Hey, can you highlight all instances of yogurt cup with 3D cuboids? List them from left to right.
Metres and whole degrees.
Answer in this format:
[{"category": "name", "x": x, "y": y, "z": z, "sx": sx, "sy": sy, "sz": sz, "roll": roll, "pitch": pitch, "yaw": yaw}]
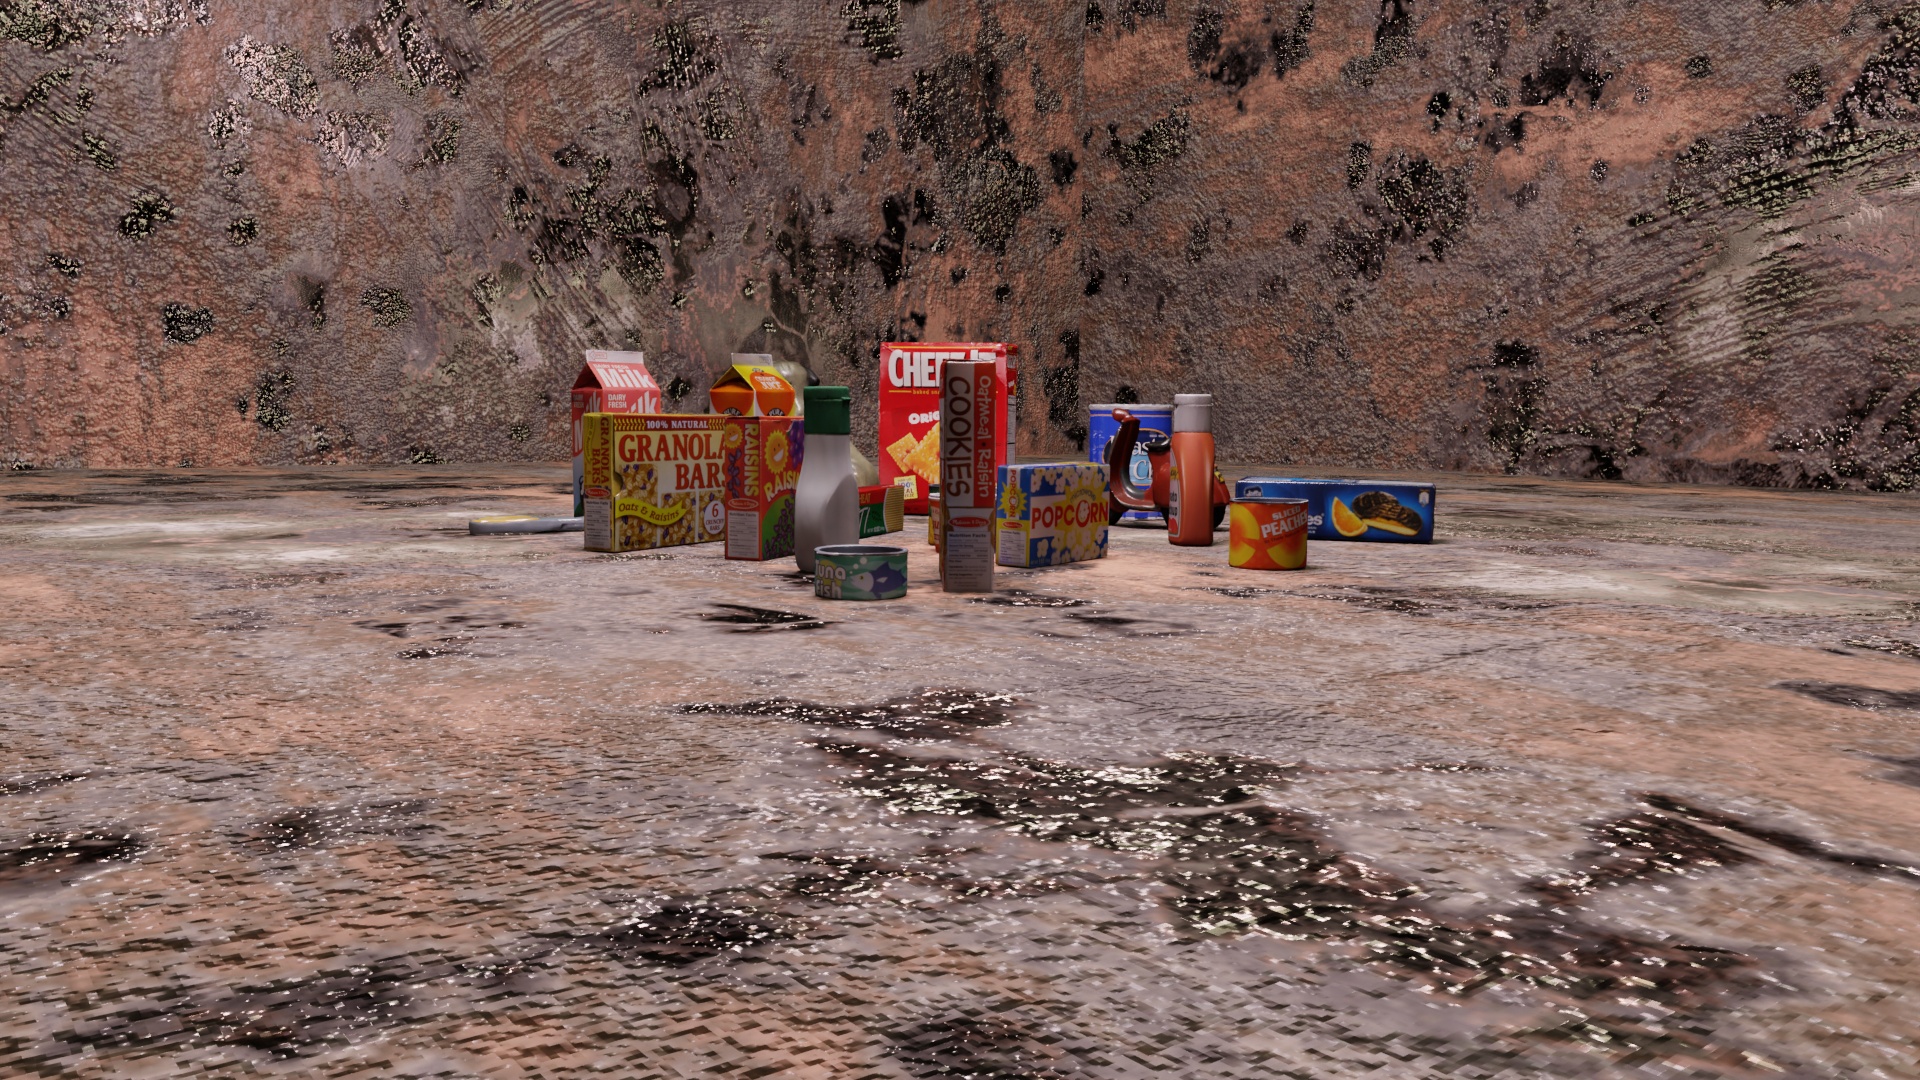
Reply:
[{"category": "yogurt cup", "x": 0.005, "y": -0.016, "z": 1.273, "sx": 0.072, "sy": 0.054, "sz": 0.072, "roll": 1, "pitch": 5, "yaw": 0}]

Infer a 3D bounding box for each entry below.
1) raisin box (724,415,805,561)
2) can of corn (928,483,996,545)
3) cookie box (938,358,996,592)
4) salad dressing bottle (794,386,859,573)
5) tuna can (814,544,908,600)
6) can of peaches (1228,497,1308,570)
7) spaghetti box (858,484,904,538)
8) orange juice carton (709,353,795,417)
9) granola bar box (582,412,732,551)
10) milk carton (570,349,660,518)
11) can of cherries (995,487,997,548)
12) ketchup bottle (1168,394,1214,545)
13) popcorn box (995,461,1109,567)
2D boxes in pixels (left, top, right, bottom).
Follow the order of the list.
[{"category": "raisin box", "x": -0.169, "y": -0.047, "z": 1.214, "sx": 0.040, "sy": 0.123, "sz": 0.086, "roll": 3, "pitch": 5, "yaw": 23}, {"category": "can of corn", "x": 0.002, "y": -0.025, "z": 1.347, "sx": 0.071, "sy": 0.058, "sz": 0.071, "roll": 1, "pitch": 5, "yaw": 0}, {"category": "cookie box", "x": 0.003, "y": -0.052, "z": 1.046, "sx": 0.040, "sy": 0.167, "sz": 0.123, "roll": 0, "pitch": 5, "yaw": -2}, {"category": "salad dressing bottle", "x": -0.106, "y": -0.049, "z": 1.107, "sx": 0.044, "sy": 0.147, "sz": 0.064, "roll": 3, "pitch": 5, "yaw": 26}, {"category": "tuna can", "x": -0.071, "y": 0.022, "z": 0.971, "sx": 0.071, "sy": 0.032, "sz": 0.071, "roll": 1, "pitch": 5, "yaw": 0}, {"category": "can of peaches", "x": 0.262, "y": -0.006, "z": 1.179, "sx": 0.071, "sy": 0.058, "sz": 0.071, "roll": 1, "pitch": 5, "yaw": 0}, {"category": "spaghetti box", "x": -0.117, "y": -0.026, "z": 1.383, "sx": 0.028, "sy": 0.050, "sz": 0.250, "roll": 2, "pitch": 6, "yaw": 20}, {"category": "orange juice carton", "x": -0.240, "y": -0.119, "z": 1.601, "sx": 0.073, "sy": 0.192, "sz": 0.072, "roll": 4, "pitch": 6, "yaw": 33}, {"category": "granola bar box", "x": -0.278, "y": -0.057, "z": 1.299, "sx": 0.039, "sy": 0.124, "sz": 0.166, "roll": 3, "pitch": 6, "yaw": 30}, {"category": "milk carton", "x": -0.378, "y": -0.112, "z": 1.525, "sx": 0.072, "sy": 0.190, "sz": 0.073, "roll": -4, "pitch": 7, "yaw": -44}, {"category": "can of cherries", "x": 0.063, "y": -0.021, "z": 1.306, "sx": 0.071, "sy": 0.058, "sz": 0.071, "roll": 1, "pitch": 5, "yaw": 0}, {"category": "ketchup bottle", "x": 0.229, "y": -0.070, "z": 1.375, "sx": 0.043, "sy": 0.148, "sz": 0.065, "roll": 1, "pitch": 5, "yaw": -2}, {"category": "popcorn box", "x": 0.081, "y": -0.024, "z": 1.201, "sx": 0.038, "sy": 0.085, "sz": 0.127, "roll": 4, "pitch": 6, "yaw": 37}]
